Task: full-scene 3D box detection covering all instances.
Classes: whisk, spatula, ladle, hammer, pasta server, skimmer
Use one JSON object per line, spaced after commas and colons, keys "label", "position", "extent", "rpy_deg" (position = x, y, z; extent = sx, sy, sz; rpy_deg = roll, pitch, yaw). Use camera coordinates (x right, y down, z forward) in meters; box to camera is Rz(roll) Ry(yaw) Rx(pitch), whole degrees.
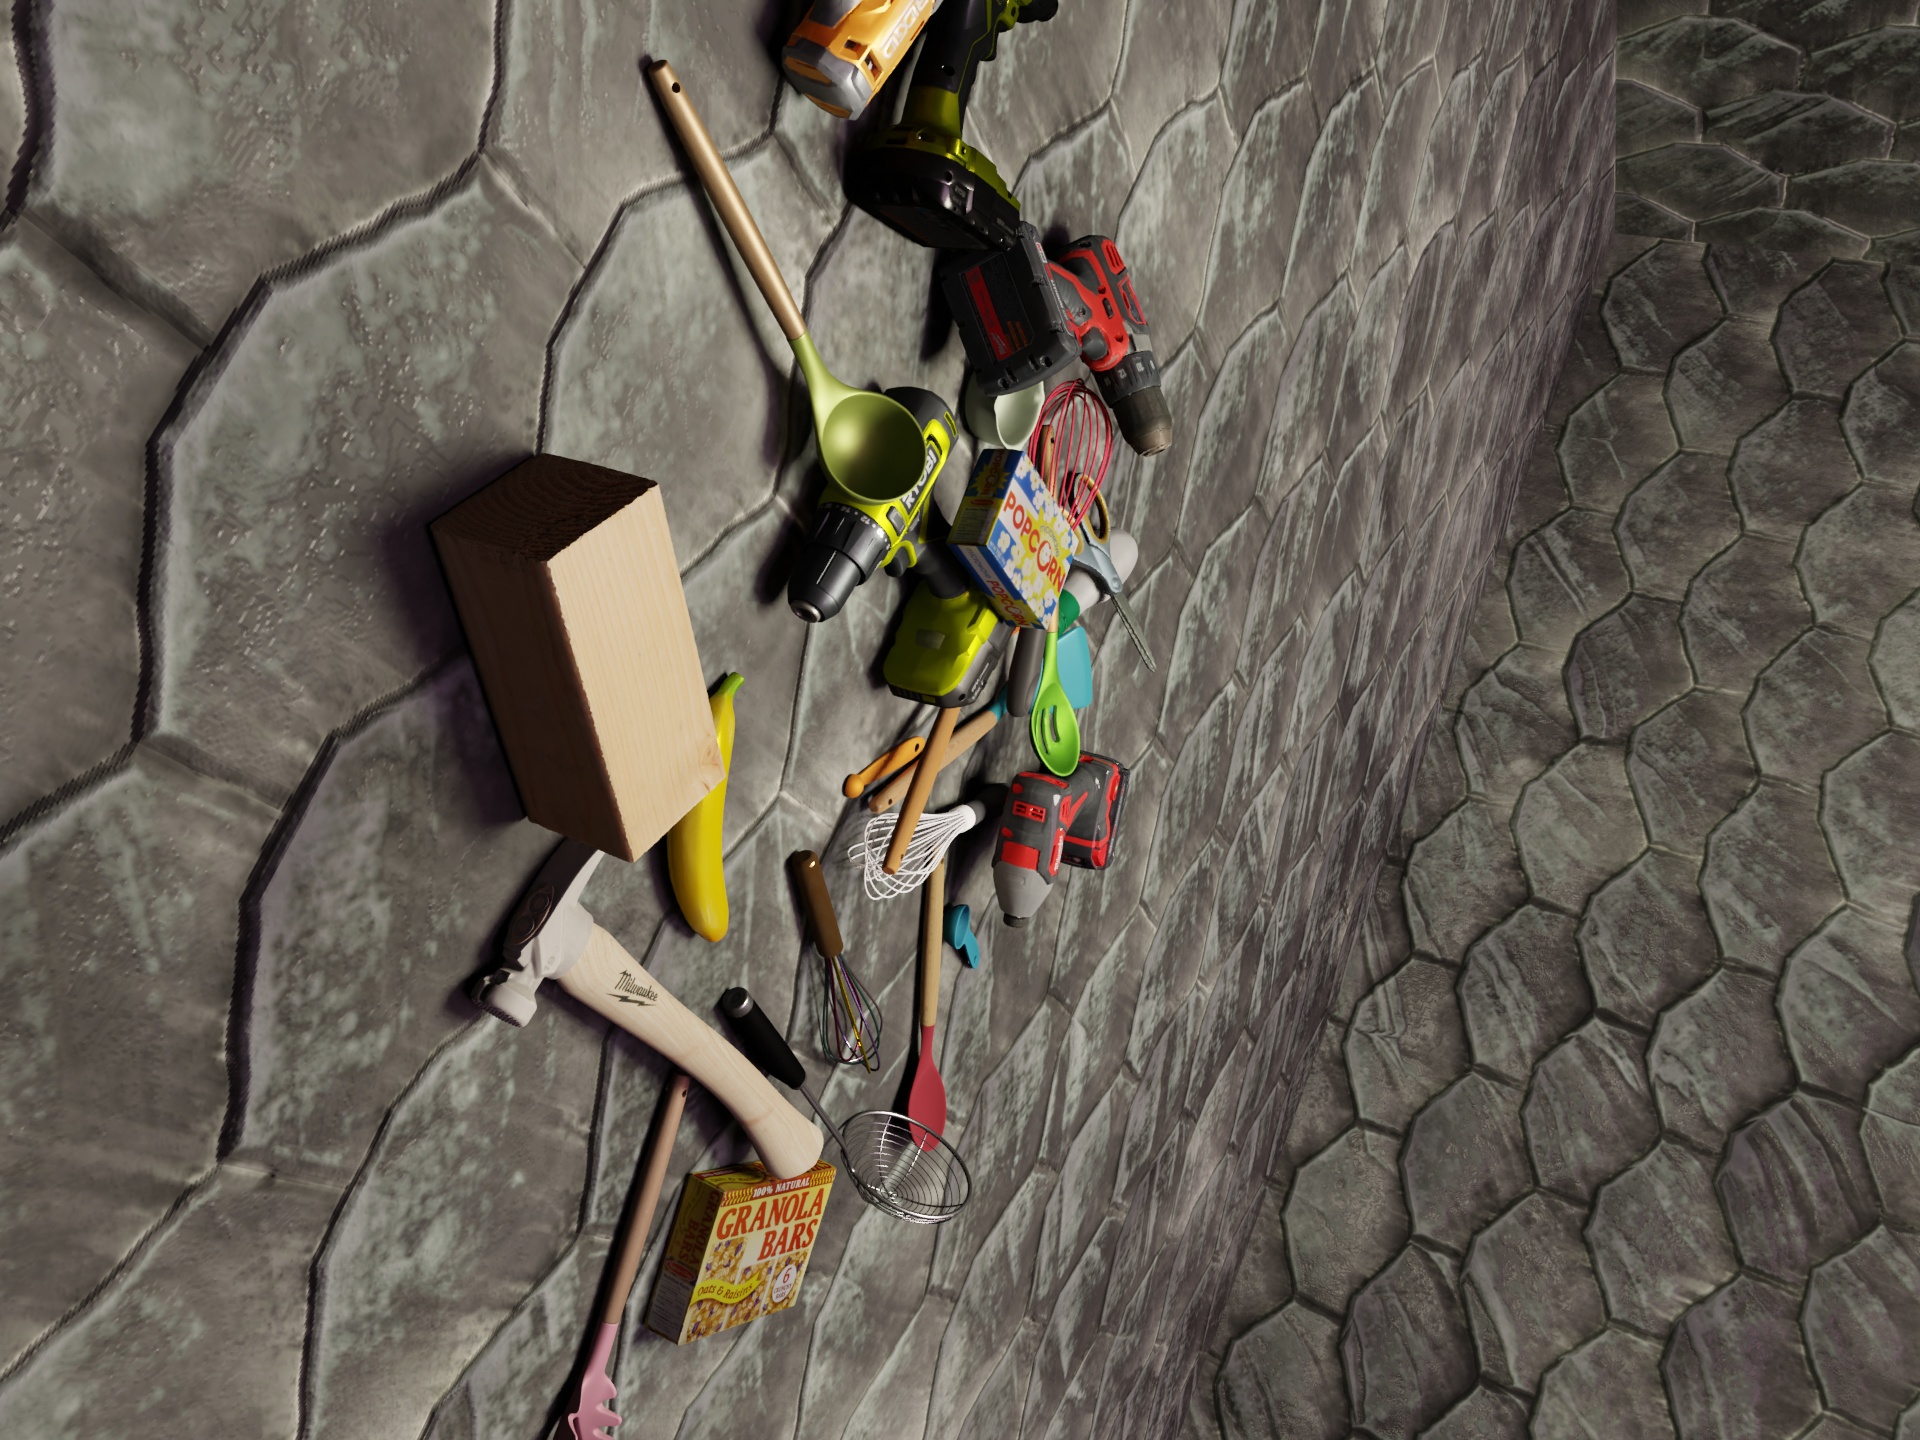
{"label": "whisk", "position": [-0.103, 0.200, 1.295], "extent": [0.047, 0.051, 0.244], "rpy_deg": [-73, 158, -51]}
{"label": "spatula", "position": [-0.002, -0.004, 1.324], "extent": [0.080, 0.041, 0.323], "rpy_deg": [73, 29, -47]}
{"label": "ladle", "position": [-0.029, 0.258, 1.472], "extent": [0.069, 0.031, 0.315], "rpy_deg": [-33, 131, -58]}
{"label": "hammer", "position": [-0.186, 0.220, 1.121], "extent": [0.146, 0.038, 0.410], "rpy_deg": [-62, 147, -24]}
{"label": "pasta server", "position": [-0.240, 0.410, 1.151], "extent": [0.060, 0.040, 0.316], "rpy_deg": [21, 85, -66]}
{"label": "ladle", "position": [-0.104, -0.261, 0.987], "extent": [0.078, 0.062, 0.319], "rpy_deg": [-53, 139, -23]}
{"label": "whisk", "position": [-0.014, 0.094, 1.383], "extent": [0.284, 0.070, 0.070], "rpy_deg": [-21, 123, -62]}
{"label": "skimmer", "position": [-0.089, 0.309, 1.317], "extent": [0.090, 0.127, 0.362], "rpy_deg": [-31, 134, -6]}
{"label": "whisk", "position": [0.076, -0.146, 1.368], "extent": [0.073, 0.073, 0.296], "rpy_deg": [-8, 111, -60]}
{"label": "spatula", "position": [0.022, 0.008, 1.406], "extent": [0.317, 0.044, 0.082], "rpy_deg": [-37, 127, -48]}

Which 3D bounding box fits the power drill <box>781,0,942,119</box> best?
{"label": "power drill", "position": [-0.065, -0.487, 0.912], "extent": [0.185, 0.084, 0.226], "rpy_deg": [-57, 154, -5]}

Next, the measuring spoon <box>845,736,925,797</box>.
{"label": "measuring spoon", "position": [-0.058, 0.037, 1.310], "extent": [0.117, 0.011, 0.021], "rpy_deg": [-32, 132, -53]}

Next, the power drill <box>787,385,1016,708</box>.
{"label": "power drill", "position": [-0.041, -0.109, 1.195], "extent": [0.191, 0.080, 0.228], "rpy_deg": [-63, 148, -22]}

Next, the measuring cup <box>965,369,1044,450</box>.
{"label": "measuring cup", "position": [0.028, -0.219, 1.304], "extent": [0.083, 0.038, 0.167], "rpy_deg": [-25, 128, -55]}

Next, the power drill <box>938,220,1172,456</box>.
{"label": "power drill", "position": [0.091, -0.298, 1.260], "extent": [0.226, 0.080, 0.188], "rpy_deg": [-17, 86, -59]}

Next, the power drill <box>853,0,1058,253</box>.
{"label": "power drill", "position": [0.008, -0.448, 1.101], "extent": [0.171, 0.080, 0.223], "rpy_deg": [7, 95, -61]}

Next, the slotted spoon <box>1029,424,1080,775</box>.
{"label": "slotted spoon", "position": [0.080, -0.105, 1.422], "extent": [0.070, 0.031, 0.313], "rpy_deg": [-15, 106, -51]}

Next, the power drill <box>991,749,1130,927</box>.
{"label": "power drill", "position": [0.090, 0.108, 1.516], "extent": [0.219, 0.078, 0.143], "rpy_deg": [-21, 123, -68]}

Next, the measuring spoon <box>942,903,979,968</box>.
{"label": "measuring spoon", "position": [-0.001, 0.210, 1.515], "extent": [0.128, 0.021, 0.042], "rpy_deg": [72, 32, -61]}
